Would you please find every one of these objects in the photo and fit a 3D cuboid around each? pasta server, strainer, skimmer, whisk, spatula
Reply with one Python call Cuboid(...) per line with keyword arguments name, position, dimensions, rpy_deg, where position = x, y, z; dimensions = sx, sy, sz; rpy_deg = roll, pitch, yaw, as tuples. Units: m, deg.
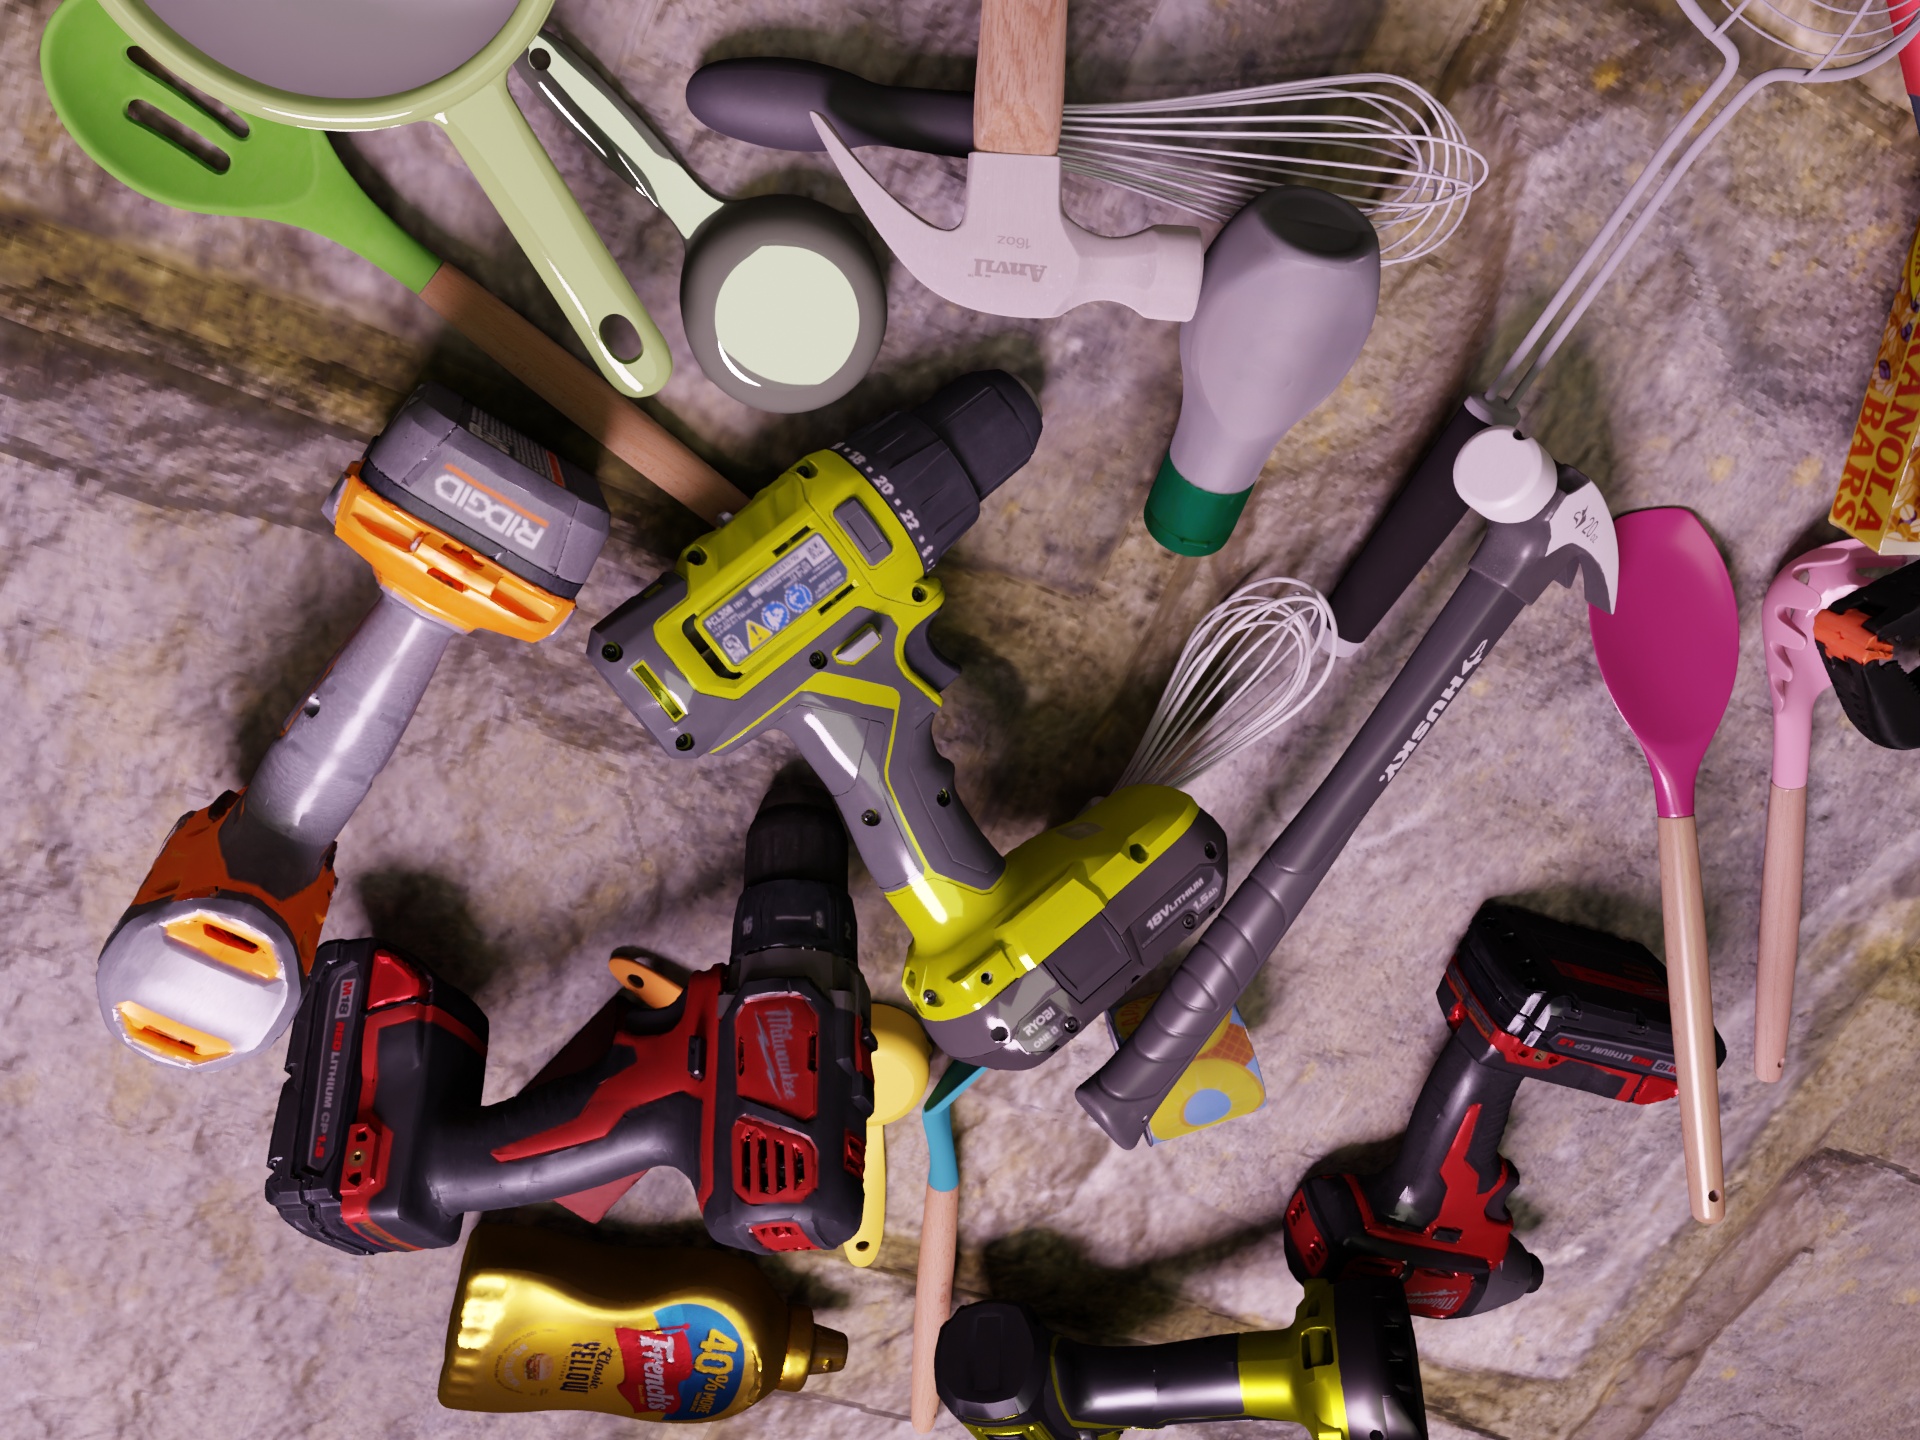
Cuboid(name="pasta server", position=(0.398, 0.054, 0.755), dimensions=(0.060, 0.040, 0.316), rpy_deg=(-23, 121, -18))
Cuboid(name="strainer", position=(-0.167, -0.220, 0.505), dimensions=(0.151, 0.069, 0.256), rpy_deg=(-30, 118, 3))
Cuboid(name="skimmer", position=(0.226, -0.180, 0.591), dimensions=(0.127, 0.090, 0.363), rpy_deg=(15, 129, -16))
Cuboid(name="whisk", position=(0.072, 0.037, 0.688), dimensions=(0.057, 0.059, 0.246), rpy_deg=(11, 124, -52))
Cuboid(name="spatula", position=(0.000, 0.248, 0.777), dimensions=(0.044, 0.082, 0.317), rpy_deg=(14, 122, 15))
Cuboid(name="whisk", position=(0.047, -0.204, 0.561), dimensions=(0.284, 0.070, 0.070), rpy_deg=(4, 116, -6))

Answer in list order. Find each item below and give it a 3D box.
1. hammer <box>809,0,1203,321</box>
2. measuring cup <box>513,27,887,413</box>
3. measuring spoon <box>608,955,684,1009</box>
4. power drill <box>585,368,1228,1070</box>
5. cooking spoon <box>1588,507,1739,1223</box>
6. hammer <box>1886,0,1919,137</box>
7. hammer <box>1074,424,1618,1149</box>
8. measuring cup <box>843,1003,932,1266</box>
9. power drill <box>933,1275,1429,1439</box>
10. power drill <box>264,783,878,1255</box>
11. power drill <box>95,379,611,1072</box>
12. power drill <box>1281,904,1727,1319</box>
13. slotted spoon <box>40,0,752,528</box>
Cuboid(name="hammer", position=(0.022, -0.295, 0.490), dimensions=(0.130, 0.031, 0.331), rpy_deg=(3, 106, -1))
Cuboid(name="measuring cup", position=(-0.093, -0.176, 0.556), dimensions=(0.083, 0.038, 0.167), rpy_deg=(-42, 117, 12))
Cuboid(name="measuring spoon", position=(-0.111, 0.143, 0.715), dimensions=(0.117, 0.011, 0.021), rpy_deg=(39, 126, -12))
Cuboid(name="power drill", position=(-0.001, -0.002, 0.606), dimensions=(0.190, 0.080, 0.228), rpy_deg=(-39, 103, -11))
Cuboid(name="cooking spoon", position=(0.316, 0.067, 0.700), dimensions=(0.068, 0.017, 0.319), rpy_deg=(-8, 95, -8))
Cuboid(name="hammer", position=(0.369, -0.230, 0.608), dimensions=(0.143, 0.038, 0.386), rpy_deg=(-29, 117, 7))
Cuboid(name="hammer", position=(0.152, 0.044, 0.655), dimensions=(0.146, 0.035, 0.334), rpy_deg=(15, 112, -53))
Cuboid(name="measuring cup", position=(-0.044, 0.208, 0.760), dimensions=(0.062, 0.029, 0.156), rpy_deg=(-1, 114, -9))
Cuboid(name="power drill", position=(0.116, 0.340, 0.796), dimensions=(0.223, 0.080, 0.171), rpy_deg=(-8, 139, 15))
Cuboid(name="power drill", position=(-0.145, 0.121, 0.642), dimensions=(0.226, 0.188, 0.080), rpy_deg=(-6, 150, 8))
Cuboid(name="power drill", position=(-0.218, -0.005, 0.570), dimensions=(0.084, 0.164, 0.226), rpy_deg=(31, 95, -22))
Cuboid(name="power drill", position=(0.268, 0.209, 0.791), dimensions=(0.143, 0.079, 0.219), rpy_deg=(16, 115, -17))
Cuboid(name="slotted spoon", position=(-0.169, -0.140, 0.570), dimensions=(0.313, 0.031, 0.070), rpy_deg=(37, 105, -25))
